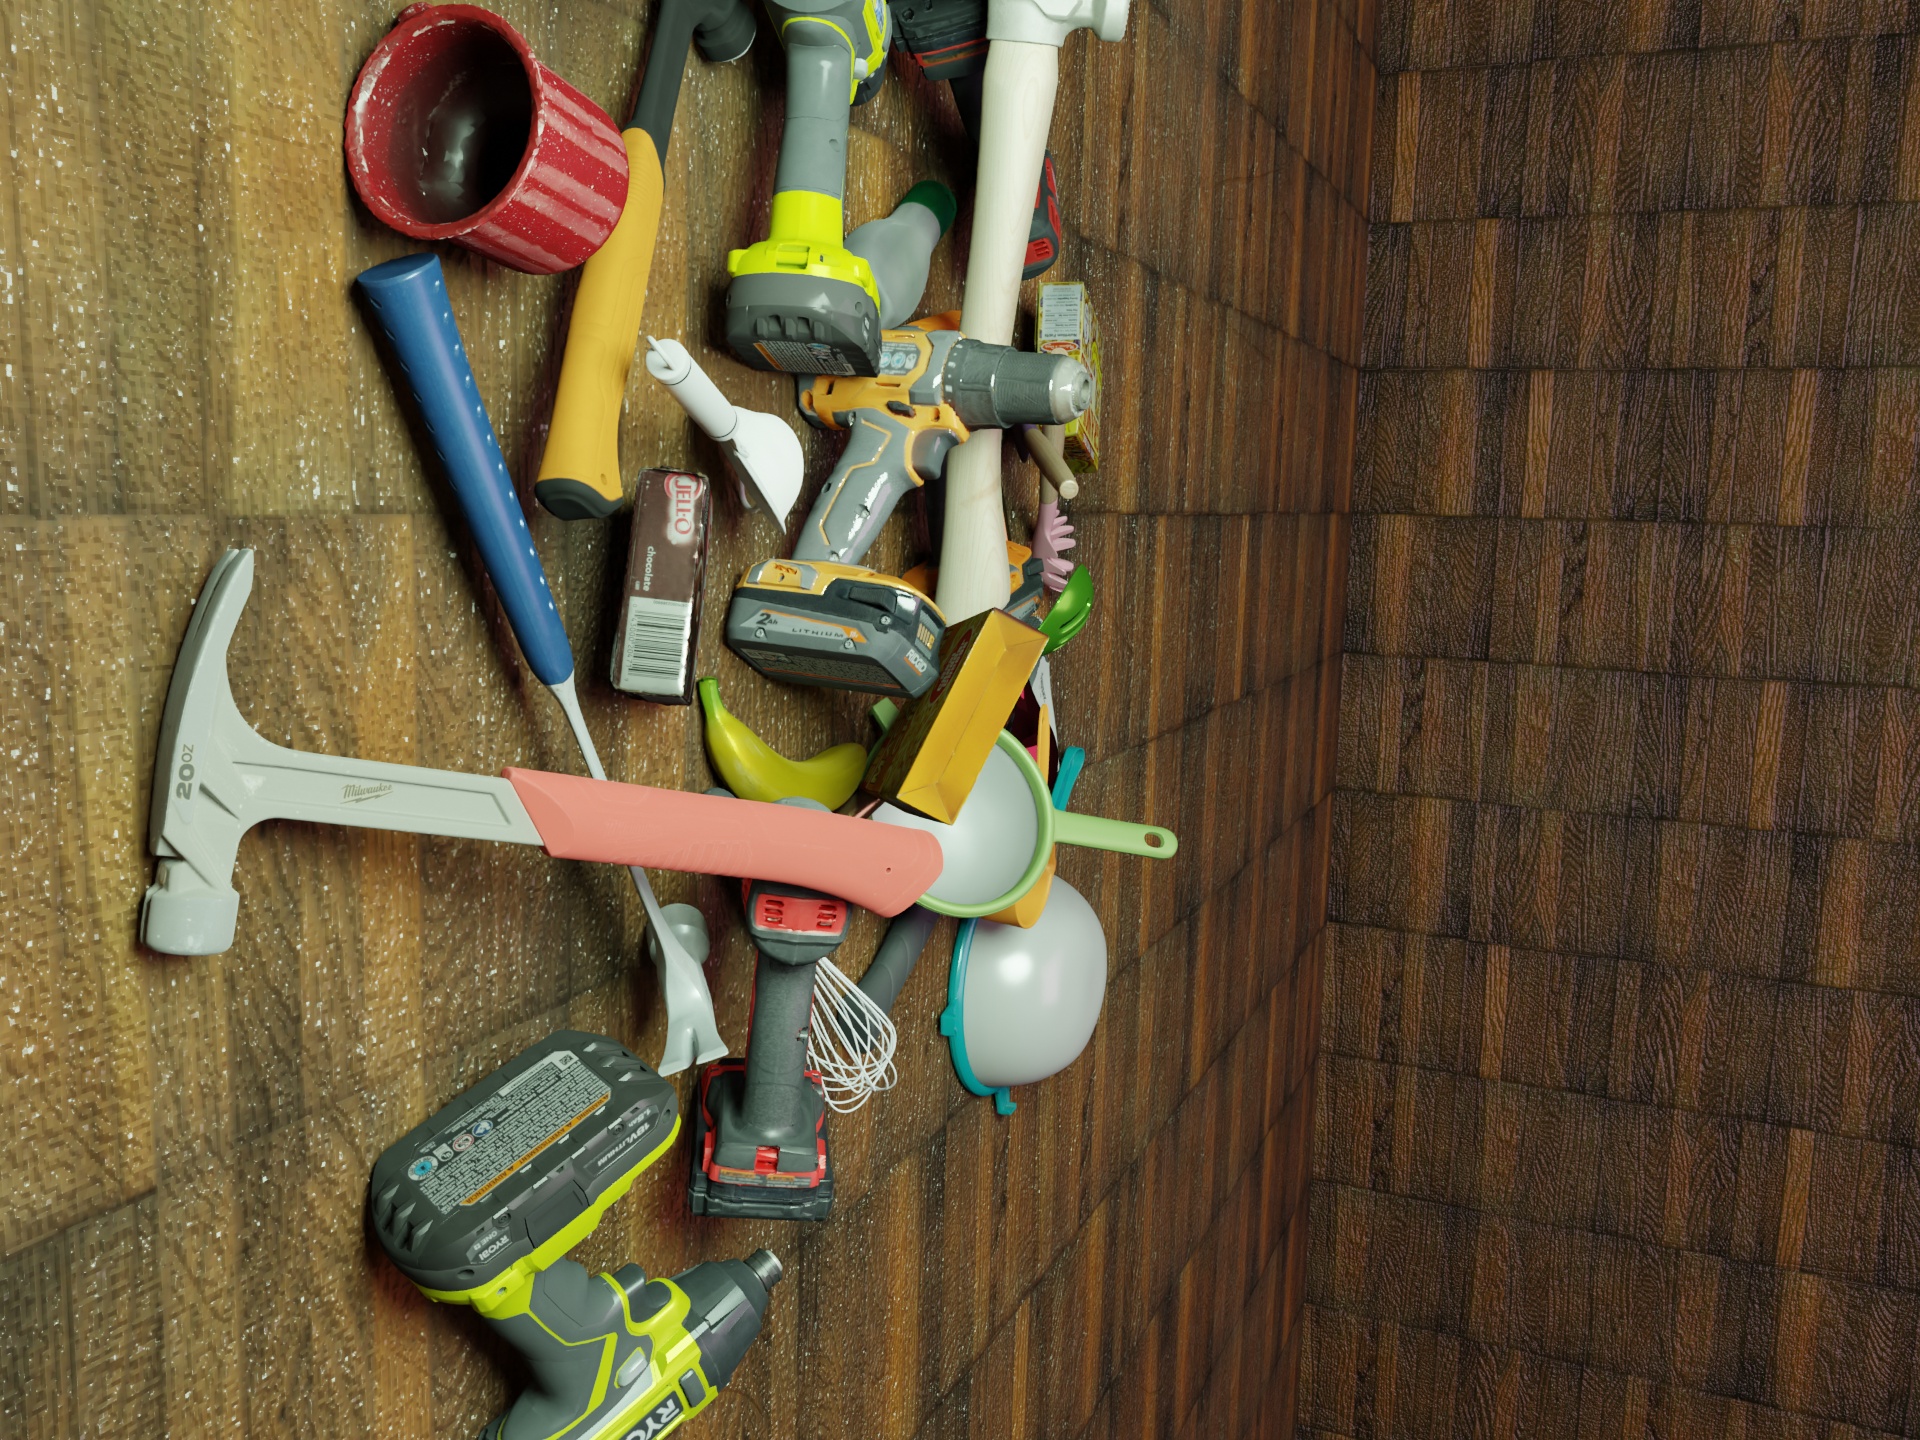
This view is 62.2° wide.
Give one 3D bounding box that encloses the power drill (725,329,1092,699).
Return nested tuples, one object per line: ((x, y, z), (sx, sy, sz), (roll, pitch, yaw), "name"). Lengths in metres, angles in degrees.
((-0.029, -0.131, 0.949), (0.084, 0.185, 0.226), (45, 56, -60), "power drill")

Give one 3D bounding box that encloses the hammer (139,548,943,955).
((-0.152, 0.035, 0.688), (0.358, 0.037, 0.149), (11, 88, -40), "hammer")

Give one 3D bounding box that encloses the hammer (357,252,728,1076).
((-0.183, -0.011, 0.739), (0.144, 0.035, 0.405), (-119, -167, -60), "hammer")

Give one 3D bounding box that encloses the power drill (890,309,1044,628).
((0.003, -0.180, 1.148), (0.164, 0.084, 0.226), (-44, 130, -60), "power drill")

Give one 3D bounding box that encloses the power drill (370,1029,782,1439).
((-0.175, 0.266, 0.770), (0.171, 0.080, 0.223), (-35, 131, -31), "power drill")

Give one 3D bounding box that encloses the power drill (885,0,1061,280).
((0.018, -0.446, 1.108), (0.226, 0.080, 0.188), (62, 21, -53), "power drill")

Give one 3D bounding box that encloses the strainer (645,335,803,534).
((-0.119, -0.151, 0.813), (0.087, 0.050, 0.258), (56, 1, 7), "strainer")

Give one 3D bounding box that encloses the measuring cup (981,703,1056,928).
((0.038, 0.072, 1.226), (0.095, 0.052, 0.173), (-3, 97, -68), "measuring cup")

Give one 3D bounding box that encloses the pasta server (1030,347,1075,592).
((0.079, -0.194, 1.271), (0.316, 0.040, 0.060), (88, 4, -65), "pasta server")

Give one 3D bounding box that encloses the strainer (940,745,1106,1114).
((0.091, 0.171, 1.399), (0.210, 0.095, 0.341), (63, 40, -51), "strainer")

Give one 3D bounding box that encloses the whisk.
((-0.103, 0.148, 0.995), (0.070, 0.070, 0.284), (-63, 143, -41), "whisk")

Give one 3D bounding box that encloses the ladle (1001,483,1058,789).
((0.040, -0.085, 1.259), (0.069, 0.031, 0.315), (-15, 98, -54), "ladle")

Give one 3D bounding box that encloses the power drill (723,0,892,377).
((-0.078, -0.317, 0.905), (0.190, 0.080, 0.228), (-26, 121, -87), "power drill")

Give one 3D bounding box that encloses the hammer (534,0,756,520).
((-0.159, -0.252, 0.756), (0.127, 0.034, 0.337), (48, 43, -61), "hammer")

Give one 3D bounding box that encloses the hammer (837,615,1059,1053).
((-0.001, 0.094, 1.249), (0.409, 0.036, 0.149), (-61, 148, -43), "hammer")

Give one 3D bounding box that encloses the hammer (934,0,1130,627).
((0.009, -0.260, 1.014), (0.038, 0.146, 0.410), (-92, -172, -72), "hammer")

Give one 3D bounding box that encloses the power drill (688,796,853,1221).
((-0.101, 0.152, 0.883), (0.143, 0.078, 0.219), (-114, -149, -71), "power drill")

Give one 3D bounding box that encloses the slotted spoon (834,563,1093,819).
((-0.002, -0.004, 1.103), (0.314, 0.031, 0.070), (-44, 164, -26), "slotted spoon")

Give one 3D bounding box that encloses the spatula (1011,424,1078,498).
((0.057, -0.201, 1.171), (0.316, 0.018, 0.059), (-104, -171, -70), "spatula")

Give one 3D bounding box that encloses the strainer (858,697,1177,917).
((0.034, 0.080, 1.157), (0.256, 0.069, 0.152), (10, 67, -24), "strainer")
